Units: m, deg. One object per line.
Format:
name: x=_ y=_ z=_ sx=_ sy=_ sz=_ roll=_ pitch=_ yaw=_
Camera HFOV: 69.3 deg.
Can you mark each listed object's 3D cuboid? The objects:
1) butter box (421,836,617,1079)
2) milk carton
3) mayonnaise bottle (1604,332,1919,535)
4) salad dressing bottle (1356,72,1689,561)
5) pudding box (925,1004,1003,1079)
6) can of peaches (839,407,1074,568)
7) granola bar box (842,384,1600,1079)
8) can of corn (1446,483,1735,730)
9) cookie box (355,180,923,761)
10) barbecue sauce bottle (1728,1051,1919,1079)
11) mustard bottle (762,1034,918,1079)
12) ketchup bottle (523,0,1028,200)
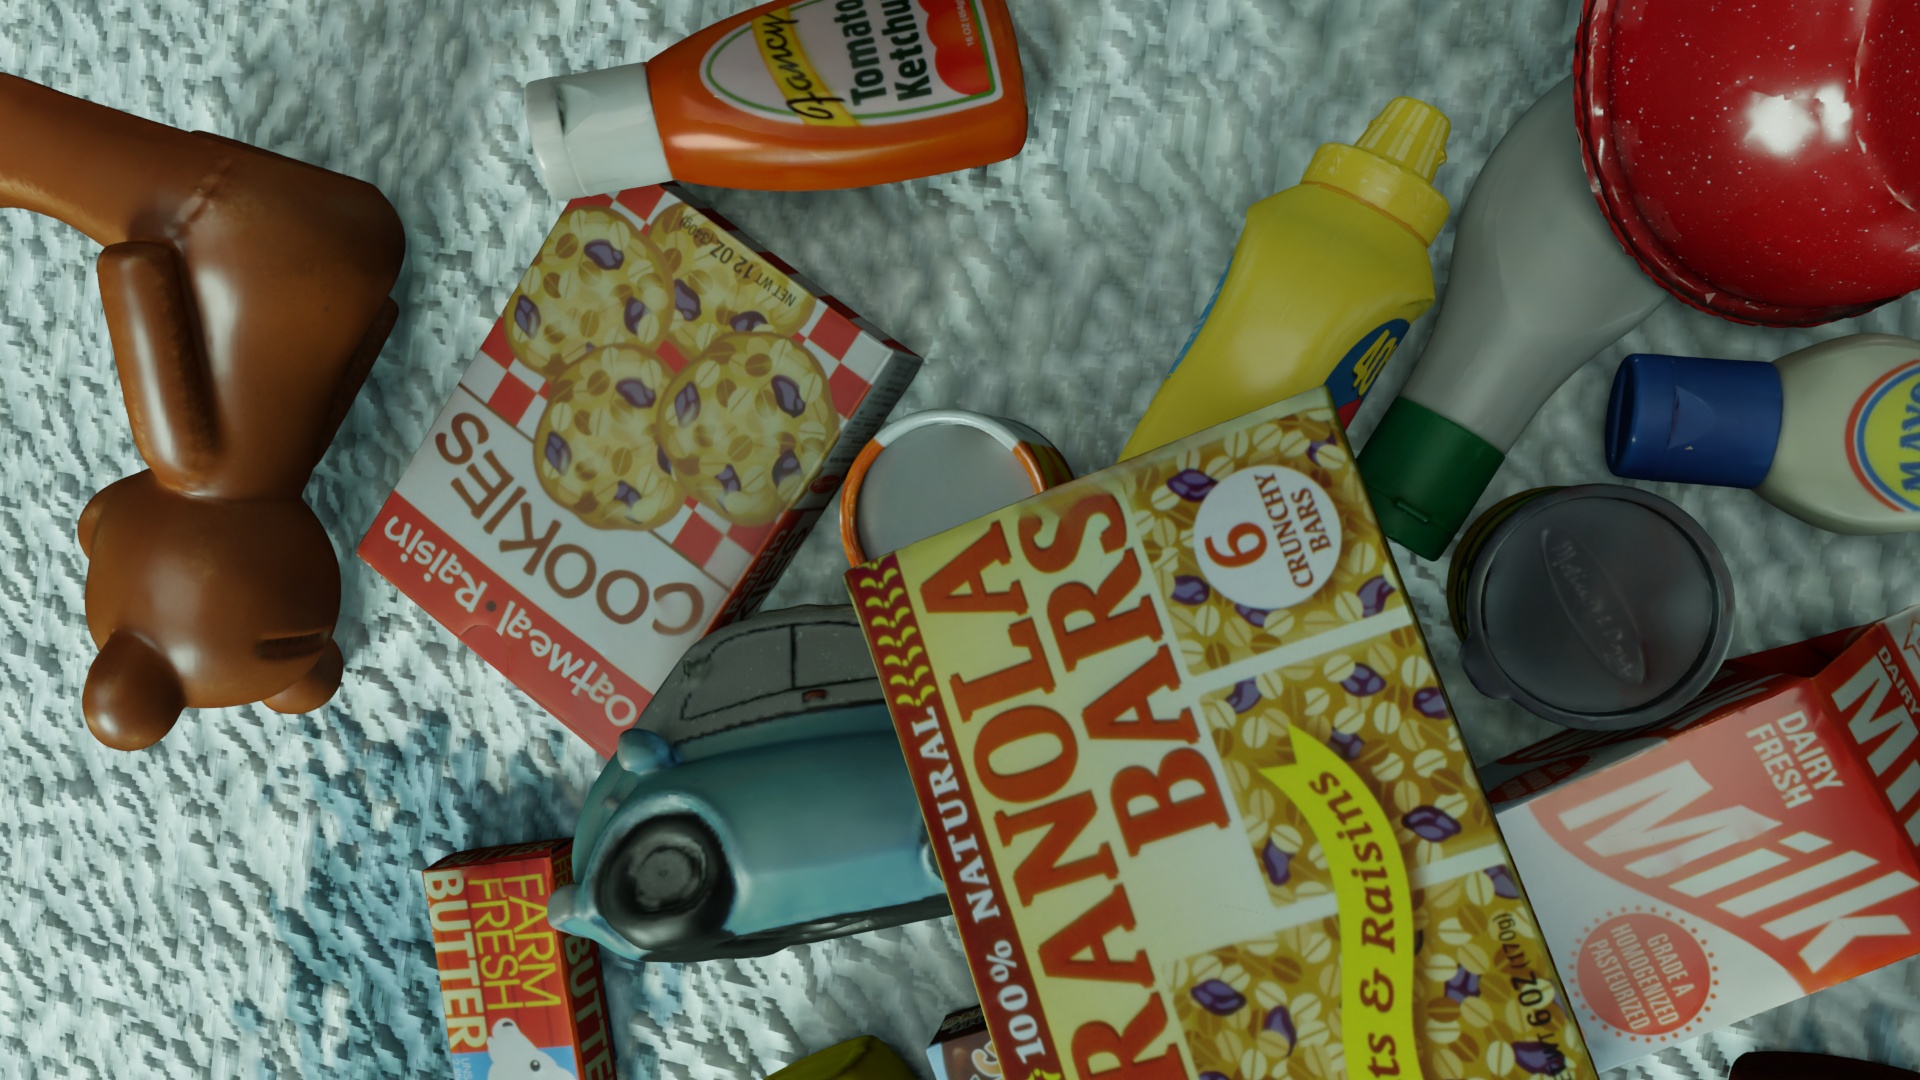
butter box: x=-0.156 y=0.161 z=0.494 sx=0.053 sy=0.024 sz=0.103 roll=-9 pitch=89 yaw=14
milk carton: x=0.189 y=0.089 z=0.386 sx=0.190 sy=0.073 sz=0.072 roll=-27 pitch=83 yaw=13
mayonnaise bottle: x=0.261 y=-0.028 z=0.383 sx=0.148 sy=0.041 sz=0.064 roll=6 pitch=95 yaw=13
salad dressing bottle: x=0.163 y=-0.065 z=0.405 sx=0.064 sy=0.044 sz=0.147 roll=31 pitch=99 yaw=2
pudding box: x=0.027 y=0.191 z=0.449 sx=0.049 sy=0.030 sz=0.083 roll=-21 pitch=86 yaw=14
can of peaches: x=0.002 y=-0.005 z=0.436 sx=0.071 sy=0.058 sz=0.071 roll=0 pitch=91 yaw=13
granola bar box: x=0.056 y=0.063 z=0.325 sx=0.124 sy=0.039 sz=0.166 roll=-21 pitch=79 yaw=15
can of corn: x=0.173 y=0.018 z=0.396 sx=0.071 sy=0.058 sz=0.071 roll=0 pitch=92 yaw=13
cookie box: x=-0.111 y=-0.028 z=0.471 sx=0.123 sy=0.040 sz=0.167 roll=36 pitch=99 yaw=10
barbecue sauce bottle: x=0.248 y=0.225 z=0.391 sx=0.065 sy=0.044 sz=0.148 roll=3 pitch=93 yaw=13
mustard bottle: x=-0.017 y=0.246 z=0.451 sx=0.065 sy=0.049 sz=0.160 roll=-28 pitch=85 yaw=14
ketchup bottle: x=-0.057 y=-0.137 z=0.434 sx=0.149 sy=0.043 sz=0.065 roll=-12 pitch=76 yaw=-4
